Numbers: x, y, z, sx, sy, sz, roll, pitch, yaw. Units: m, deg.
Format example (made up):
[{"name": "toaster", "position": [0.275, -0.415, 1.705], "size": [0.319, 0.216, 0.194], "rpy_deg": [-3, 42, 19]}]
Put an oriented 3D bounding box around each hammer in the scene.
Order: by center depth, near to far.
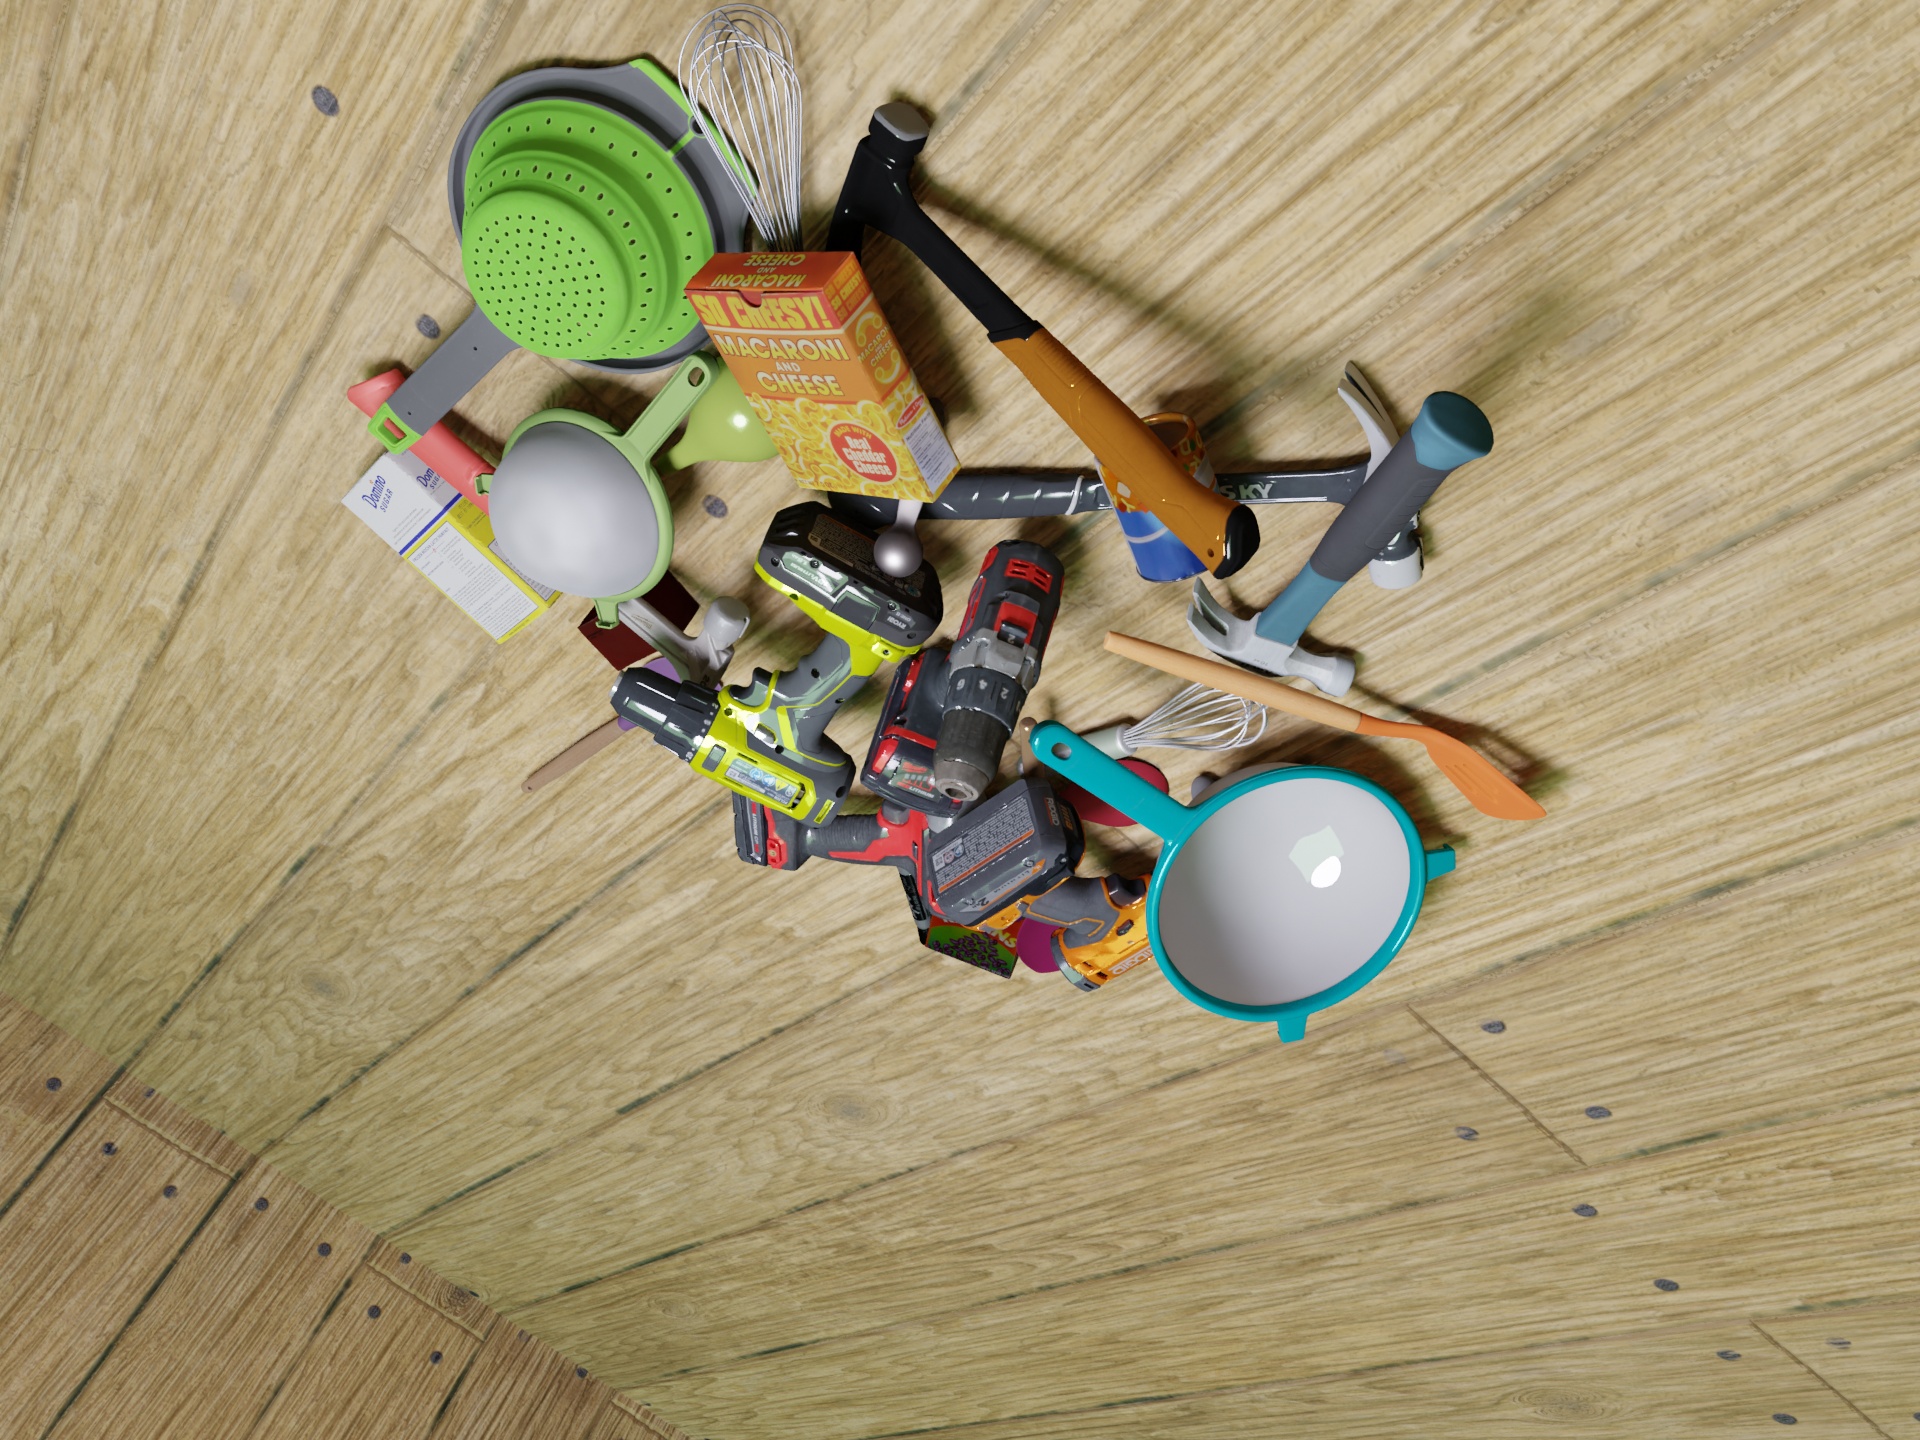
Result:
[{"name": "hammer", "position": [0.045, -0.204, 0.928], "size": [0.337, 0.034, 0.127], "rpy_deg": [48, 142, 14]}, {"name": "hammer", "position": [0.229, -0.098, 0.952], "size": [0.128, 0.033, 0.331], "rpy_deg": [17, 159, -3]}, {"name": "hammer", "position": [0.093, -0.154, 1.054], "size": [0.409, 0.036, 0.149], "rpy_deg": [2, 132, 26]}, {"name": "hammer", "position": [-0.330, -0.140, 1.235], "size": [0.359, 0.037, 0.149], "rpy_deg": [40, 127, 1]}]

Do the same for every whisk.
[{"name": "whisk", "position": [-0.113, -0.304, 0.992], "size": [0.070, 0.070, 0.284], "rpy_deg": [9, 141, 19]}, {"name": "whisk", "position": [0.132, 0.013, 1.197], "size": [0.246, 0.059, 0.057], "rpy_deg": [-18, 112, 45]}, {"name": "whisk", "position": [0.240, 0.136, 1.270], "size": [0.055, 0.055, 0.238], "rpy_deg": [-11, 122, 35]}]

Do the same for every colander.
[{"name": "colander", "position": [-0.307, -0.268, 1.065], "size": [0.397, 0.095, 0.204], "rpy_deg": [-29, 115, 36]}]

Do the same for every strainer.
[{"name": "strainer", "position": [-0.253, -0.167, 1.108], "size": [0.151, 0.069, 0.256], "rpy_deg": [49, 130, -5]}, {"name": "strainer", "position": [0.179, 0.080, 1.162], "size": [0.340, 0.095, 0.211], "rpy_deg": [33, 104, -20]}]

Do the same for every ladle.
[{"name": "ladle", "position": [-0.227, -0.189, 1.189], "size": [0.320, 0.062, 0.078], "rpy_deg": [-18, 119, 47]}, {"name": "ladle", "position": [0.032, 0.079, 1.333], "size": [0.315, 0.031, 0.069], "rpy_deg": [-11, 128, 37]}]

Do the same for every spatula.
[{"name": "spatula", "position": [0.247, 0.002, 1.089], "size": [0.322, 0.041, 0.081], "rpy_deg": [18, 173, -9]}, {"name": "spatula", "position": [-0.322, 0.010, 1.451], "size": [0.059, 0.018, 0.316], "rpy_deg": [45, 135, -18]}]

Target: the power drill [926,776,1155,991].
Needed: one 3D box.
[{"name": "power drill", "position": [0.101, 0.129, 1.260], "size": [0.164, 0.084, 0.226], "rpy_deg": [-35, 136, 24]}]

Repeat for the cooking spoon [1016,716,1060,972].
[{"name": "cooking spoon", "position": [0.069, 0.111, 1.307], "size": [0.068, 0.017, 0.318], "rpy_deg": [-11, 135, -2]}]

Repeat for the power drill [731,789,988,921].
[{"name": "power drill", "position": [-0.077, 0.079, 1.330], "size": [0.220, 0.078, 0.143], "rpy_deg": [13, 125, 18]}]

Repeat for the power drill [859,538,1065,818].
[{"name": "power drill", "position": [-0.002, -0.004, 1.124], "size": [0.080, 0.188, 0.226], "rpy_deg": [22, 153, -9]}]

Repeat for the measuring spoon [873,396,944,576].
[{"name": "measuring spoon", "position": [-0.032, -0.157, 1.073], "size": [0.034, 0.018, 0.124], "rpy_deg": [15, 99, 4]}]

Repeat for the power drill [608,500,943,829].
[{"name": "power drill", "position": [-0.134, -0.041, 1.154], "size": [0.190, 0.080, 0.228], "rpy_deg": [28, 122, -12]}]
